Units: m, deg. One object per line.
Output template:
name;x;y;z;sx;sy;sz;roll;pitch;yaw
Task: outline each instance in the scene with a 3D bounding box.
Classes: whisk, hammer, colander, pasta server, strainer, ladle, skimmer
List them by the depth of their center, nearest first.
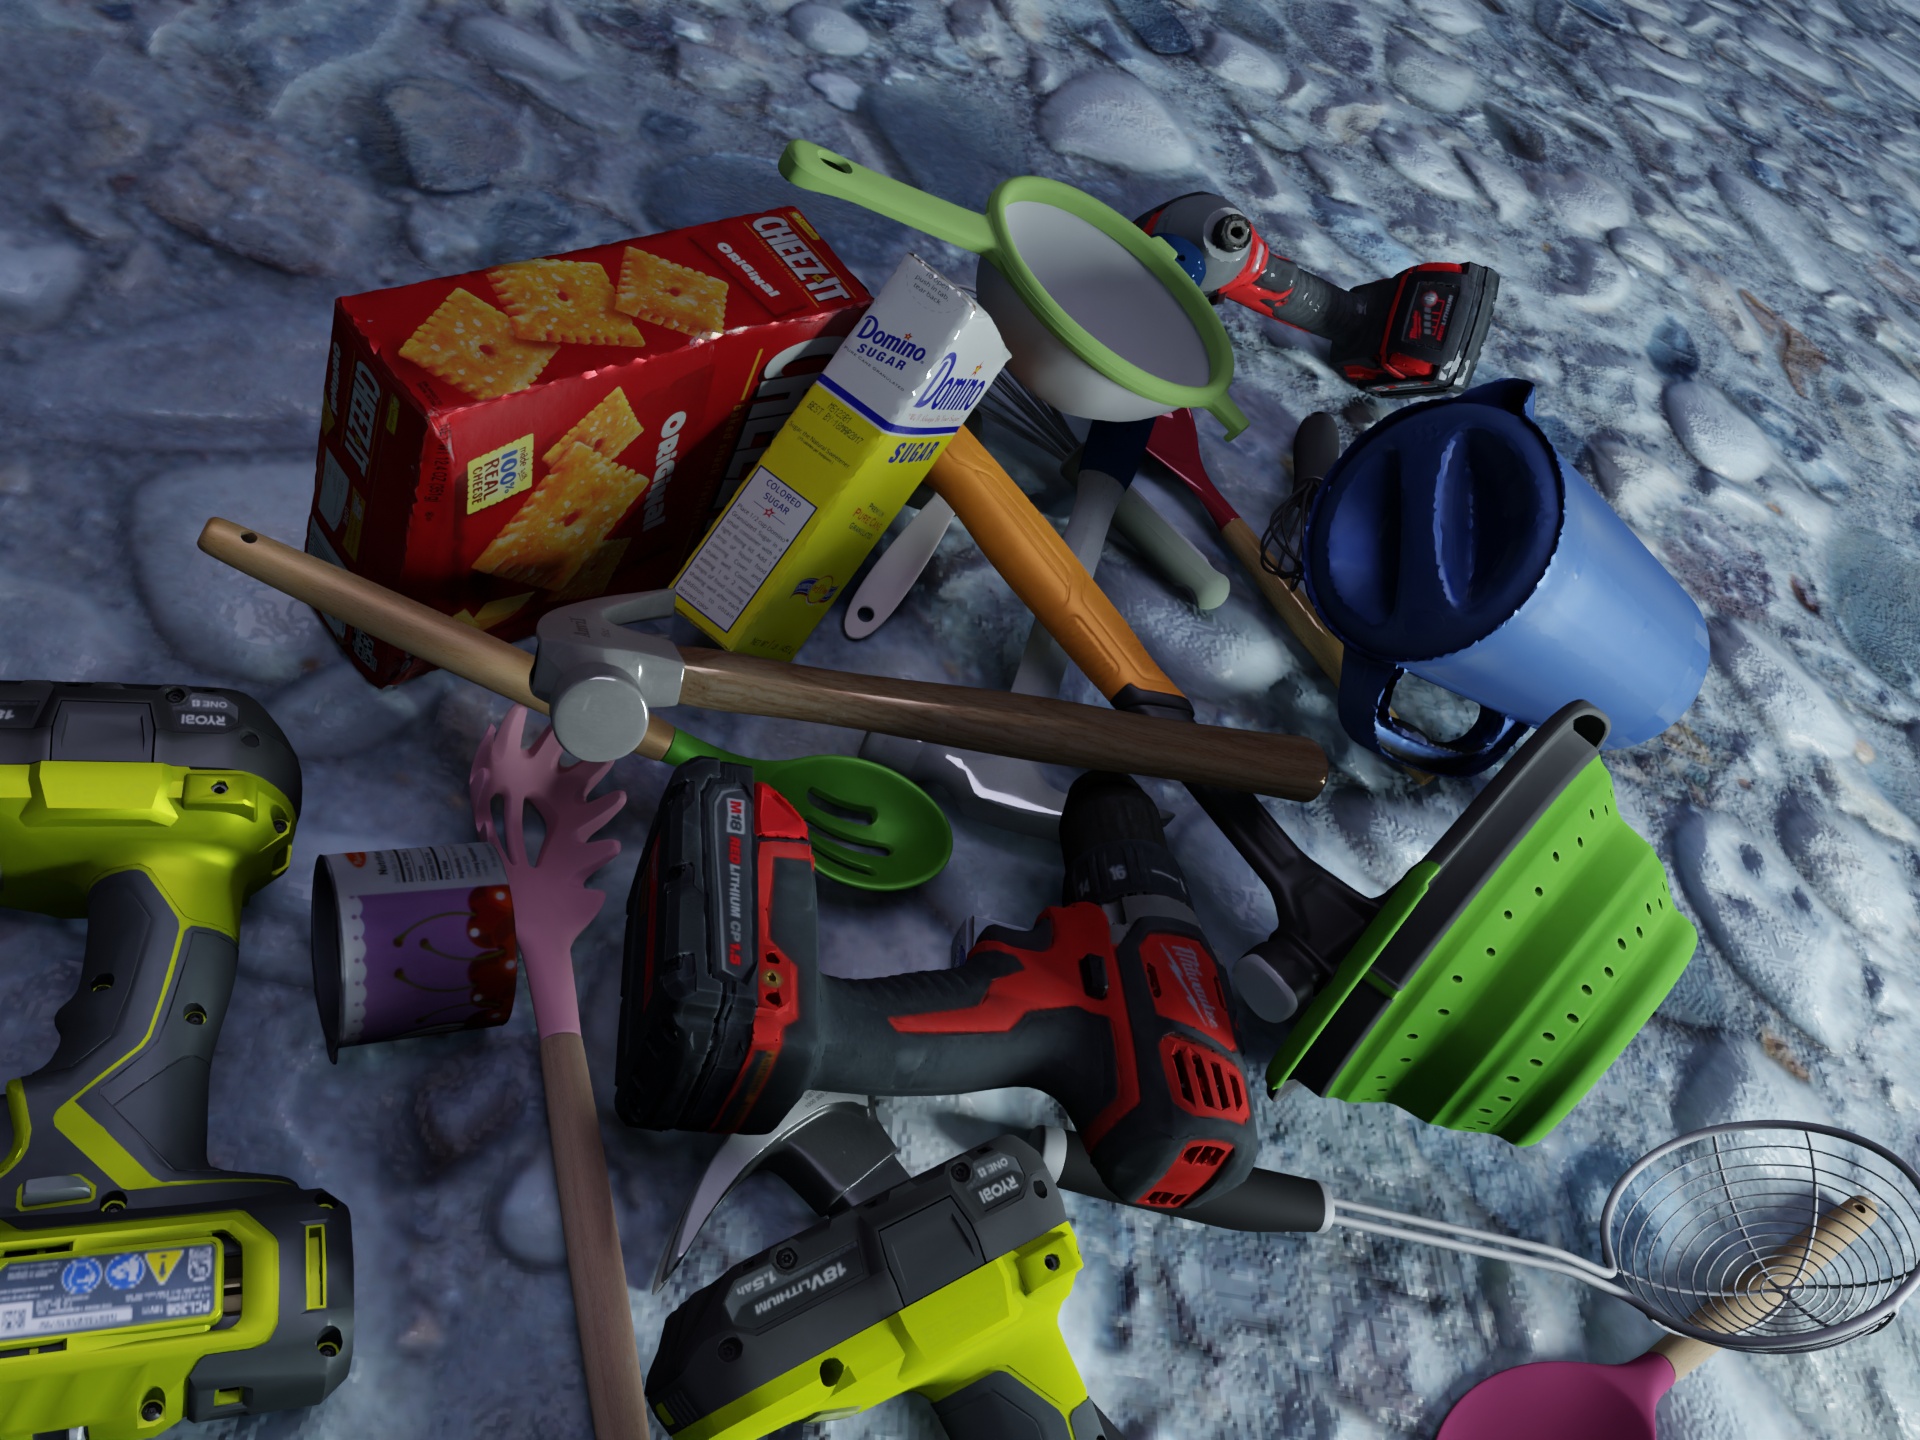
hammer;0.038;0.252;0.539;0.335;0.035;0.146;47;47;15
pasta server;-0.131;0.133;0.552;0.060;0.040;0.317;14;46;-41
hammer;-0.001;-0.002;0.626;0.331;0.031;0.130;8;17;-23
skimmer;0.209;0.182;0.639;0.363;0.090;0.127;14;17;-10
colander;0.263;0.086;0.701;0.094;0.204;0.397;39;27;20
hammer;0.079;-0.029;0.733;0.127;0.034;0.337;-31;76;-32
strainer;0.017;-0.206;0.768;0.256;0.069;0.152;13;47;-32
hammer;0.075;-0.112;0.823;0.144;0.035;0.406;25;55;-7
whisk;0.059;-0.152;0.885;0.059;0.057;0.246;-44;81;-1
ladle;0.170;-0.092;0.902;0.069;0.031;0.316;-13;61;-41
whisk;0.206;-0.134;0.922;0.055;0.055;0.239;28;33;-3

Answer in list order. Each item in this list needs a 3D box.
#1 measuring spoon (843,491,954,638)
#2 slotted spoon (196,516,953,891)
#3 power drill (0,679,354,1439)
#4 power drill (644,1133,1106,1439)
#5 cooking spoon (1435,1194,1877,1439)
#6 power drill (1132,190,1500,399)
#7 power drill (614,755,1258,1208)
measuring spoon;-0.022;-0.086;0.788;0.034;0.018;0.124;34;69;0
slotted spoon;-0.138;-0.003;0.622;0.313;0.031;0.070;27;40;-26
power drill;-0.286;0.102;0.475;0.190;0.080;0.229;2;55;-25
power drill;0.006;0.251;0.453;0.171;0.080;0.223;-17;69;-31
cooking spoon;0.310;0.265;0.674;0.319;0.017;0.069;-13;38;-35
power drill;0.217;-0.273;1.005;0.219;0.078;0.143;14;4;-15
power drill;-0.005;0.079;0.592;0.226;0.080;0.188;12;42;-18
